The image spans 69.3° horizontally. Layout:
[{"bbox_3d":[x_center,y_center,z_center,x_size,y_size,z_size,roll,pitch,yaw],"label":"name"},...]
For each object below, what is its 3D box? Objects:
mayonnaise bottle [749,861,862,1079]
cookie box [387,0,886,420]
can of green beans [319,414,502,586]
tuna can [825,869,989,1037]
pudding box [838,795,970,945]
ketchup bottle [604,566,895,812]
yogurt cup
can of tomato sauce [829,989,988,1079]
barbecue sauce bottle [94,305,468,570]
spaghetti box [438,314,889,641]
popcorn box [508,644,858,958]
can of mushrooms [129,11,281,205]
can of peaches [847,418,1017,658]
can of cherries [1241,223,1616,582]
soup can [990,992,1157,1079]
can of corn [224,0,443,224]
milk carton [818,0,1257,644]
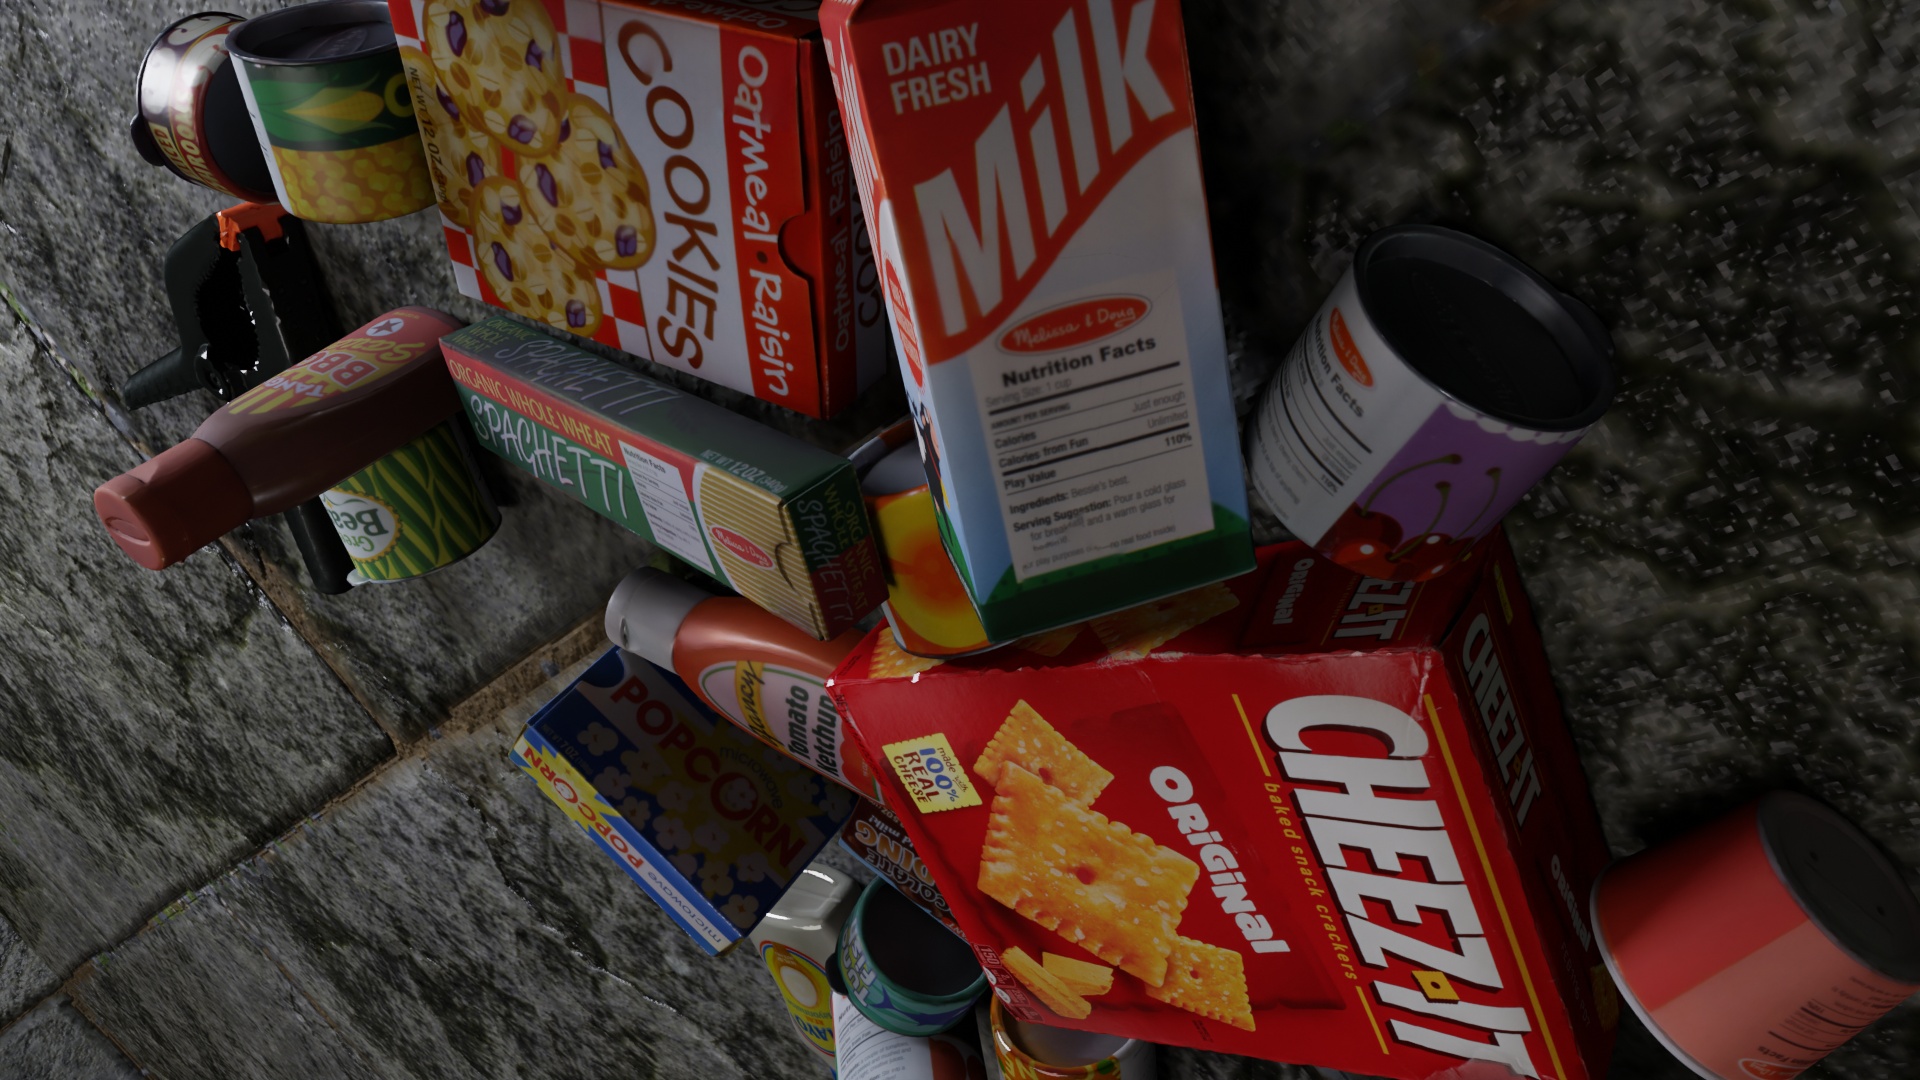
[{"bbox_3d":[-0.059,0.224,0.681,0.065,0.041,0.147,4,123,34],"label":"mayonnaise bottle"},{"bbox_3d":[-0.104,-0.119,0.448,0.167,0.040,0.122,21,132,24],"label":"cookie box"},{"bbox_3d":[-0.246,-0.023,0.614,0.071,0.071,0.057,7,126,34],"label":"can of green beans"},{"bbox_3d":[-0.020,0.173,0.590,0.071,0.071,0.032,36,135,10],"label":"tuna can"},{"bbox_3d":[-0.006,0.130,0.575,0.084,0.030,0.049,36,138,10],"label":"pudding box"},{"bbox_3d":[-0.075,0.052,0.558,0.149,0.044,0.064,22,129,23],"label":"ketchup bottle"},{"bbox_3d":[0.211,0.102,0.364,0.072,0.073,0.053,39,129,6],"label":"yogurt cup"},{"bbox_3d":[-0.021,0.233,0.612,0.071,0.083,0.070,-4,118,-7],"label":"can of tomato sauce"},{"bbox_3d":[-0.260,-0.042,0.548,0.065,0.149,0.043,13,130,30],"label":"barbecue sauce bottle"},{"bbox_3d":[-0.115,-0.032,0.485,0.250,0.029,0.050,24,136,45],"label":"spaghetti box"},{"bbox_3d":[-0.117,0.103,0.599,0.126,0.085,0.038,45,138,-1],"label":"popcorn box"},{"bbox_3d":[-0.270,-0.160,0.522,0.033,0.071,0.070,20,132,22],"label":"can of mushrooms"},{"bbox_3d":[0.002,-0.006,0.439,0.071,0.071,0.058,-2,120,39],"label":"can of peaches"},{"bbox_3d":[0.112,-0.032,0.334,0.071,0.072,0.058,36,137,9],"label":"can of cherries"},{"bbox_3d":[0.046,0.219,0.577,0.071,0.072,0.083,13,129,30],"label":"soup can"},{"bbox_3d":[-0.211,-0.152,0.489,0.071,0.071,0.058,20,133,24],"label":"can of corn"},{"bbox_3d":[0.015,-0.080,0.337,0.073,0.072,0.189,-15,114,-5],"label":"milk carton"}]
